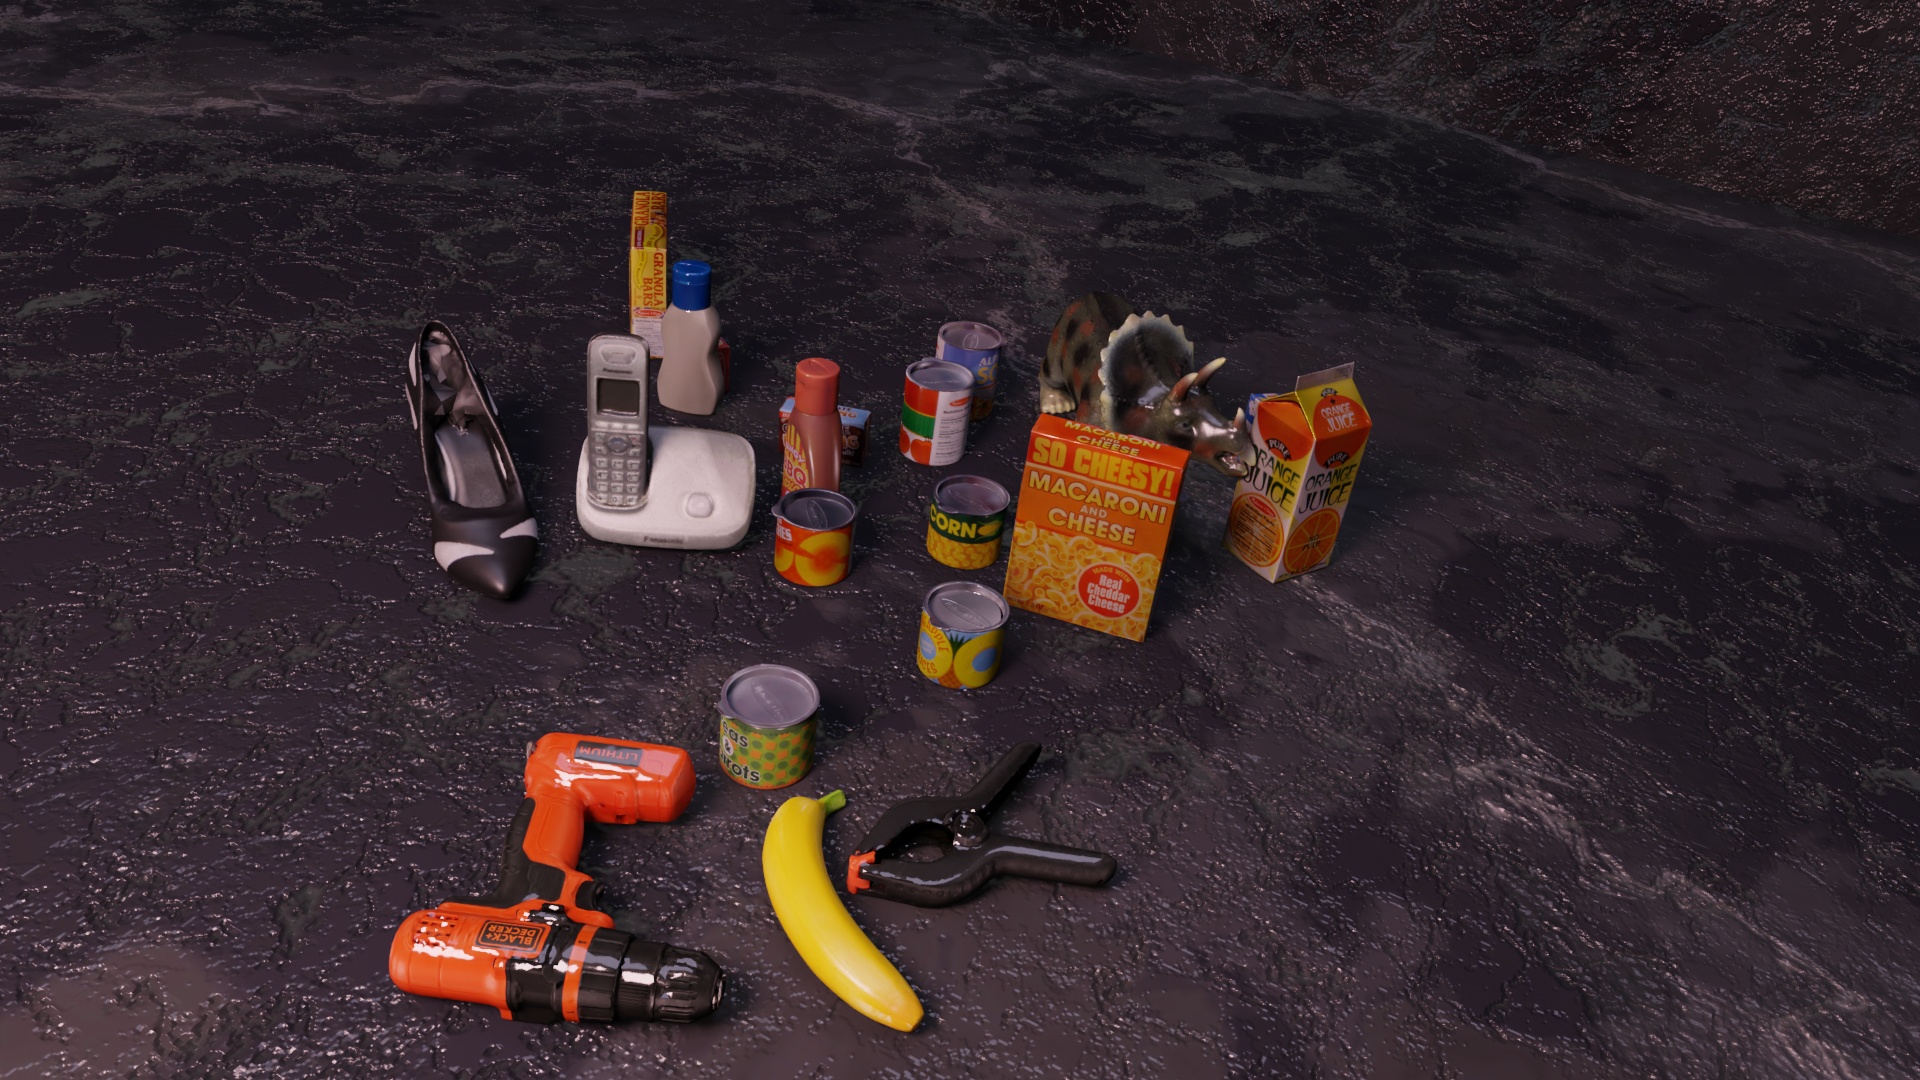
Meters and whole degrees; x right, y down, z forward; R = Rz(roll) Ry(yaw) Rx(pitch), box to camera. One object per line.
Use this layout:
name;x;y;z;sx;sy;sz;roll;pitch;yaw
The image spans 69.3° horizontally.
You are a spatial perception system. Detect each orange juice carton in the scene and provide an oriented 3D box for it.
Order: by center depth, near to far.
orange juice carton;0.297;-0.065;1.220;0.072;0.191;0.073;-14;39;-31

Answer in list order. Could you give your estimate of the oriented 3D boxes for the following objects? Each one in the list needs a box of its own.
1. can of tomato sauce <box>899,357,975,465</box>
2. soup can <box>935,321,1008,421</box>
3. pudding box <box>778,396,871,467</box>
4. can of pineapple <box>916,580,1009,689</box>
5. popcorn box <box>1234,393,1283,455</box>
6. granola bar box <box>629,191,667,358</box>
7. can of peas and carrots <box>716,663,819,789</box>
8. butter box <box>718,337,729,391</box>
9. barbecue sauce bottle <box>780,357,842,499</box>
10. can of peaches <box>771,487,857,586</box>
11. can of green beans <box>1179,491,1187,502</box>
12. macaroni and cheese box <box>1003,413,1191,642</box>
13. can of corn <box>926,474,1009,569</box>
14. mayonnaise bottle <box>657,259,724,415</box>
can of tomato sauce;-0.025;-0.125;1.343;0.071;0.082;0.071;6;33;-4
soup can;0.008;-0.172;1.423;0.071;0.083;0.072;6;33;-4
pudding box;-0.129;-0.104;1.318;0.084;0.049;0.030;11;33;5
can of pineapple;0.000;0.073;1.067;0.071;0.057;0.071;6;33;-4
popcorn box;0.316;-0.077;1.342;0.038;0.084;0.127;-5;35;-19
granola bar box;-0.333;-0.286;1.486;0.039;0.123;0.166;0;33;-12
can of peas and carrots;-0.133;0.128;0.951;0.071;0.058;0.071;6;33;-4
butter box;-0.268;-0.197;1.428;0.024;0.052;0.104;-12;38;-29
barbecue sauce bottle;-0.126;-0.083;1.197;0.044;0.147;0.065;-14;38;-30
can of peaches;-0.123;-0.003;1.156;0.071;0.057;0.071;6;33;-4
can of green beans;0.162;-0.024;1.252;0.071;0.057;0.071;6;33;-4
macaroni and cheese box;0.107;-0.010;1.118;0.124;0.165;0.040;15;33;11
can of corn;0.004;-0.015;1.203;0.071;0.058;0.071;6;33;-4
mayonnaise bottle;-0.259;-0.195;1.341;0.065;0.147;0.041;13;33;8
